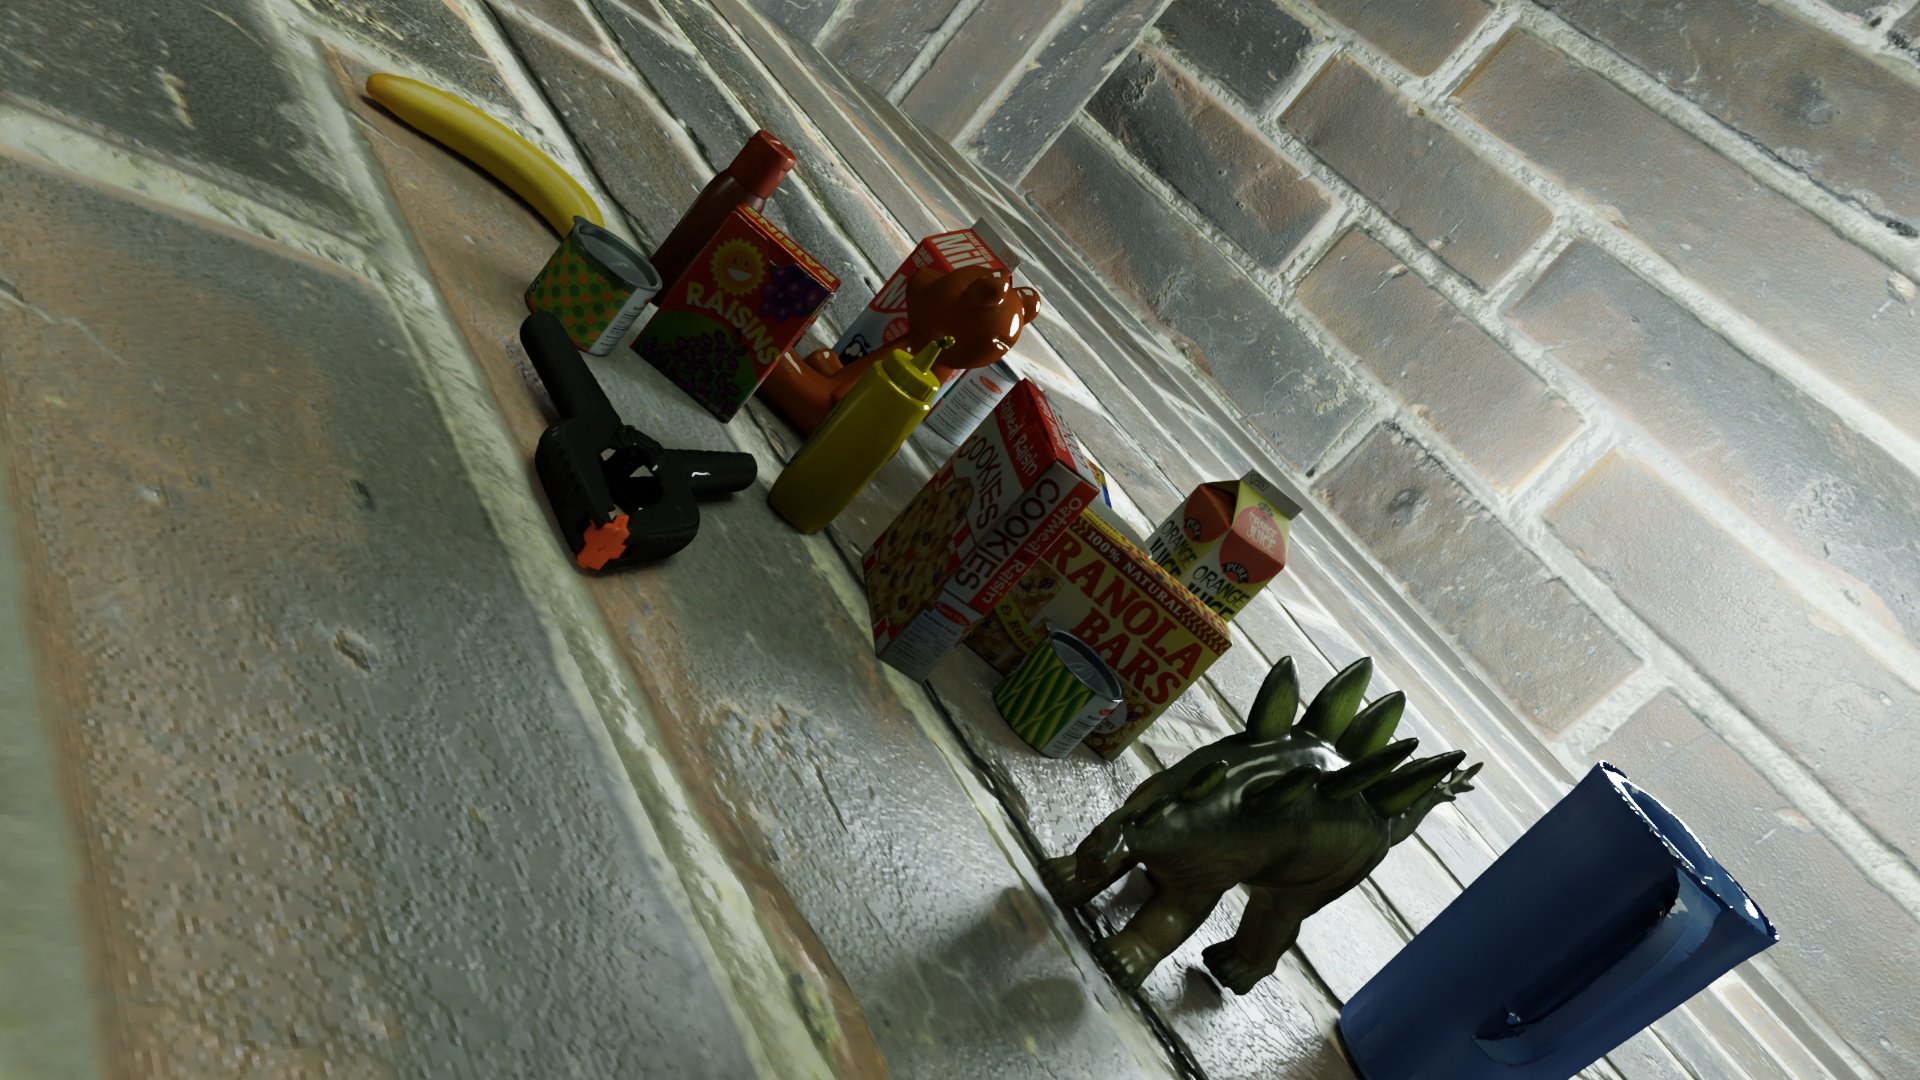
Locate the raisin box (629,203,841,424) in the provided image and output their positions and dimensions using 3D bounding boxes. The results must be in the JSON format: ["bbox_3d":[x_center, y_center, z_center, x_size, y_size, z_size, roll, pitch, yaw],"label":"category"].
[{"bbox_3d":[-0.153,-0.155,0.948,0.086,0.123,0.040,40,17,-8],"label":"raisin box"}]

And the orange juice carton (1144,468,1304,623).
[{"bbox_3d":[0.198,0.025,1.157,0.071,0.192,0.073,32,19,-30],"label":"orange juice carton"}]

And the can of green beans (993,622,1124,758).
[{"bbox_3d":[0.064,0.101,0.916,0.071,0.057,0.071,38,18,-14],"label":"can of green beans"}]

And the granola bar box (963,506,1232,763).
[{"bbox_3d":[0.083,0.054,0.957,0.165,0.124,0.039,40,17,-6],"label":"granola bar box"}]

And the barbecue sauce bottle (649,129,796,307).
[{"bbox_3d":[-0.183,-0.241,1.047,0.043,0.148,0.065,43,17,1],"label":"barbecue sauce bottle"}]

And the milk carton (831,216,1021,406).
[{"bbox_3d":[-0.027,-0.183,1.172,0.073,0.190,0.072,21,27,-50],"label":"milk carton"}]

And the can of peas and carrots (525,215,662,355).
[{"bbox_3d":[-0.238,-0.163,0.894,0.071,0.058,0.071,38,18,-14],"label":"can of peas and carrots"}]

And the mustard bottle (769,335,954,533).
[{"bbox_3d":[-0.059,-0.076,0.899,0.049,0.160,0.065,40,17,-6],"label":"mustard bottle"}]

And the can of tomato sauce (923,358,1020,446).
[{"bbox_3d":[0.007,-0.141,1.328,0.071,0.083,0.071,38,17,-14],"label":"can of tomato sauce"}]

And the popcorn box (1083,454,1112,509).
[{"bbox_3d":[0.089,-0.021,1.215,0.038,0.085,0.127,38,18,-13],"label":"popcorn box"}]

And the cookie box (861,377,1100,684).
[{"bbox_3d":[0.007,-0.010,0.872,0.040,0.167,0.123,35,18,-24],"label":"cookie box"}]

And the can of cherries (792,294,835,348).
[{"bbox_3d":[-0.149,-0.204,1.184,0.071,0.058,0.072,38,18,-14],"label":"can of cherries"}]
